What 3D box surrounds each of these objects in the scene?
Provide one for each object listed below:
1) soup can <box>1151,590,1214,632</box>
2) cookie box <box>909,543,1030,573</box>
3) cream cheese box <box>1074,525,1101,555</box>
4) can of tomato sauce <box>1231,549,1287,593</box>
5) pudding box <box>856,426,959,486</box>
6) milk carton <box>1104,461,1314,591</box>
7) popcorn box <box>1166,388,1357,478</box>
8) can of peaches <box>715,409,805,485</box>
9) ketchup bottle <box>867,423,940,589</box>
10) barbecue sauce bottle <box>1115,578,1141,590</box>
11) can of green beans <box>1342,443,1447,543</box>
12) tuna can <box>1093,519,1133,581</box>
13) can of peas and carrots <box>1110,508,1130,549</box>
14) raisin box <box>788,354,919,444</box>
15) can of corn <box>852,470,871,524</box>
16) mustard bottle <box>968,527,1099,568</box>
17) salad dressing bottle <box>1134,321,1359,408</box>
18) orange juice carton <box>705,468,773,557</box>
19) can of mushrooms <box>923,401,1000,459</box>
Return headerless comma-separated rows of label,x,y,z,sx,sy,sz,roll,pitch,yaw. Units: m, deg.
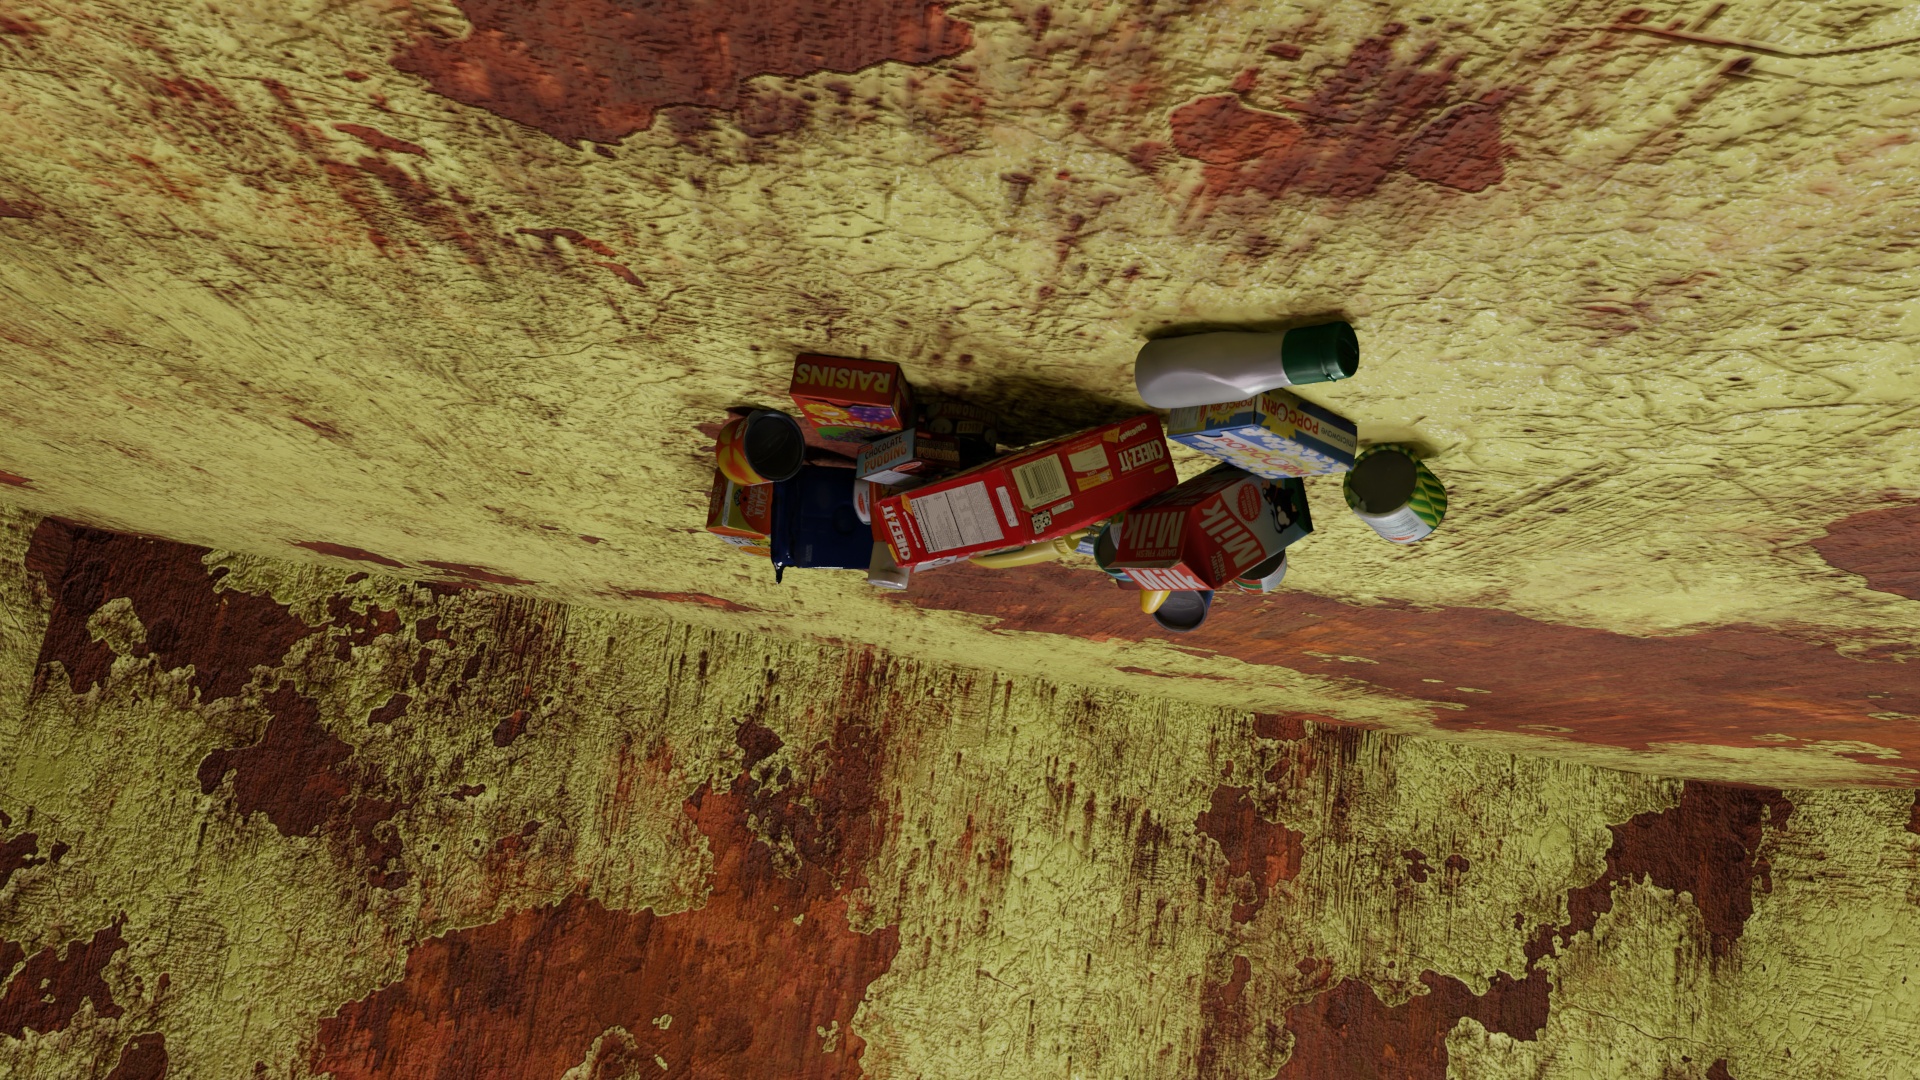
soup can,0.258,0.055,1.595,0.071,0.071,0.084,5,-152,18
cookie box,0.005,-0.017,1.358,0.168,0.040,0.122,-14,161,-10
cream cheese box,0.140,-0.002,1.588,0.104,0.024,0.053,13,167,-23
can of tomato sauce,0.304,0.015,1.445,0.071,0.071,0.083,5,169,16
pudding box,-0.044,-0.069,1.170,0.050,0.030,0.083,11,164,-38
milk carton,0.203,-0.010,1.139,0.191,0.073,0.072,-25,-166,-39
popcorn box,0.233,-0.083,1.067,0.127,0.038,0.085,17,167,-37
can of peaches,-0.190,-0.088,1.304,0.071,0.071,0.058,17,166,-35
ketchup bottle,-0.055,-0.032,1.262,0.065,0.149,0.043,10,170,-7
barbecue sauce bottle,0.246,0.020,1.529,0.148,0.065,0.043,-4,156,16
can of green beans,0.351,-0.038,1.122,0.071,0.071,0.058,-1,159,39
tuna can,0.177,0.009,1.506,0.071,0.071,0.033,1,165,33
can of peas and carrots,0.192,-0.015,1.380,0.071,0.071,0.058,13,168,-22
raisin box,-0.086,-0.114,1.155,0.086,0.040,0.123,8,168,8
can of corn,-0.066,-0.050,1.404,0.058,0.071,0.071,3,167,26
mustard bottle,0.080,-0.006,1.527,0.160,0.065,0.049,-6,168,33
salad dressing bottle,0.188,-0.117,0.919,0.147,0.044,0.064,-2,162,40
orange juice carton,-0.236,-0.032,1.603,0.073,0.072,0.192,5,169,12
can of mushrooms,0.001,-0.095,1.199,0.071,0.033,0.071,9,169,2
